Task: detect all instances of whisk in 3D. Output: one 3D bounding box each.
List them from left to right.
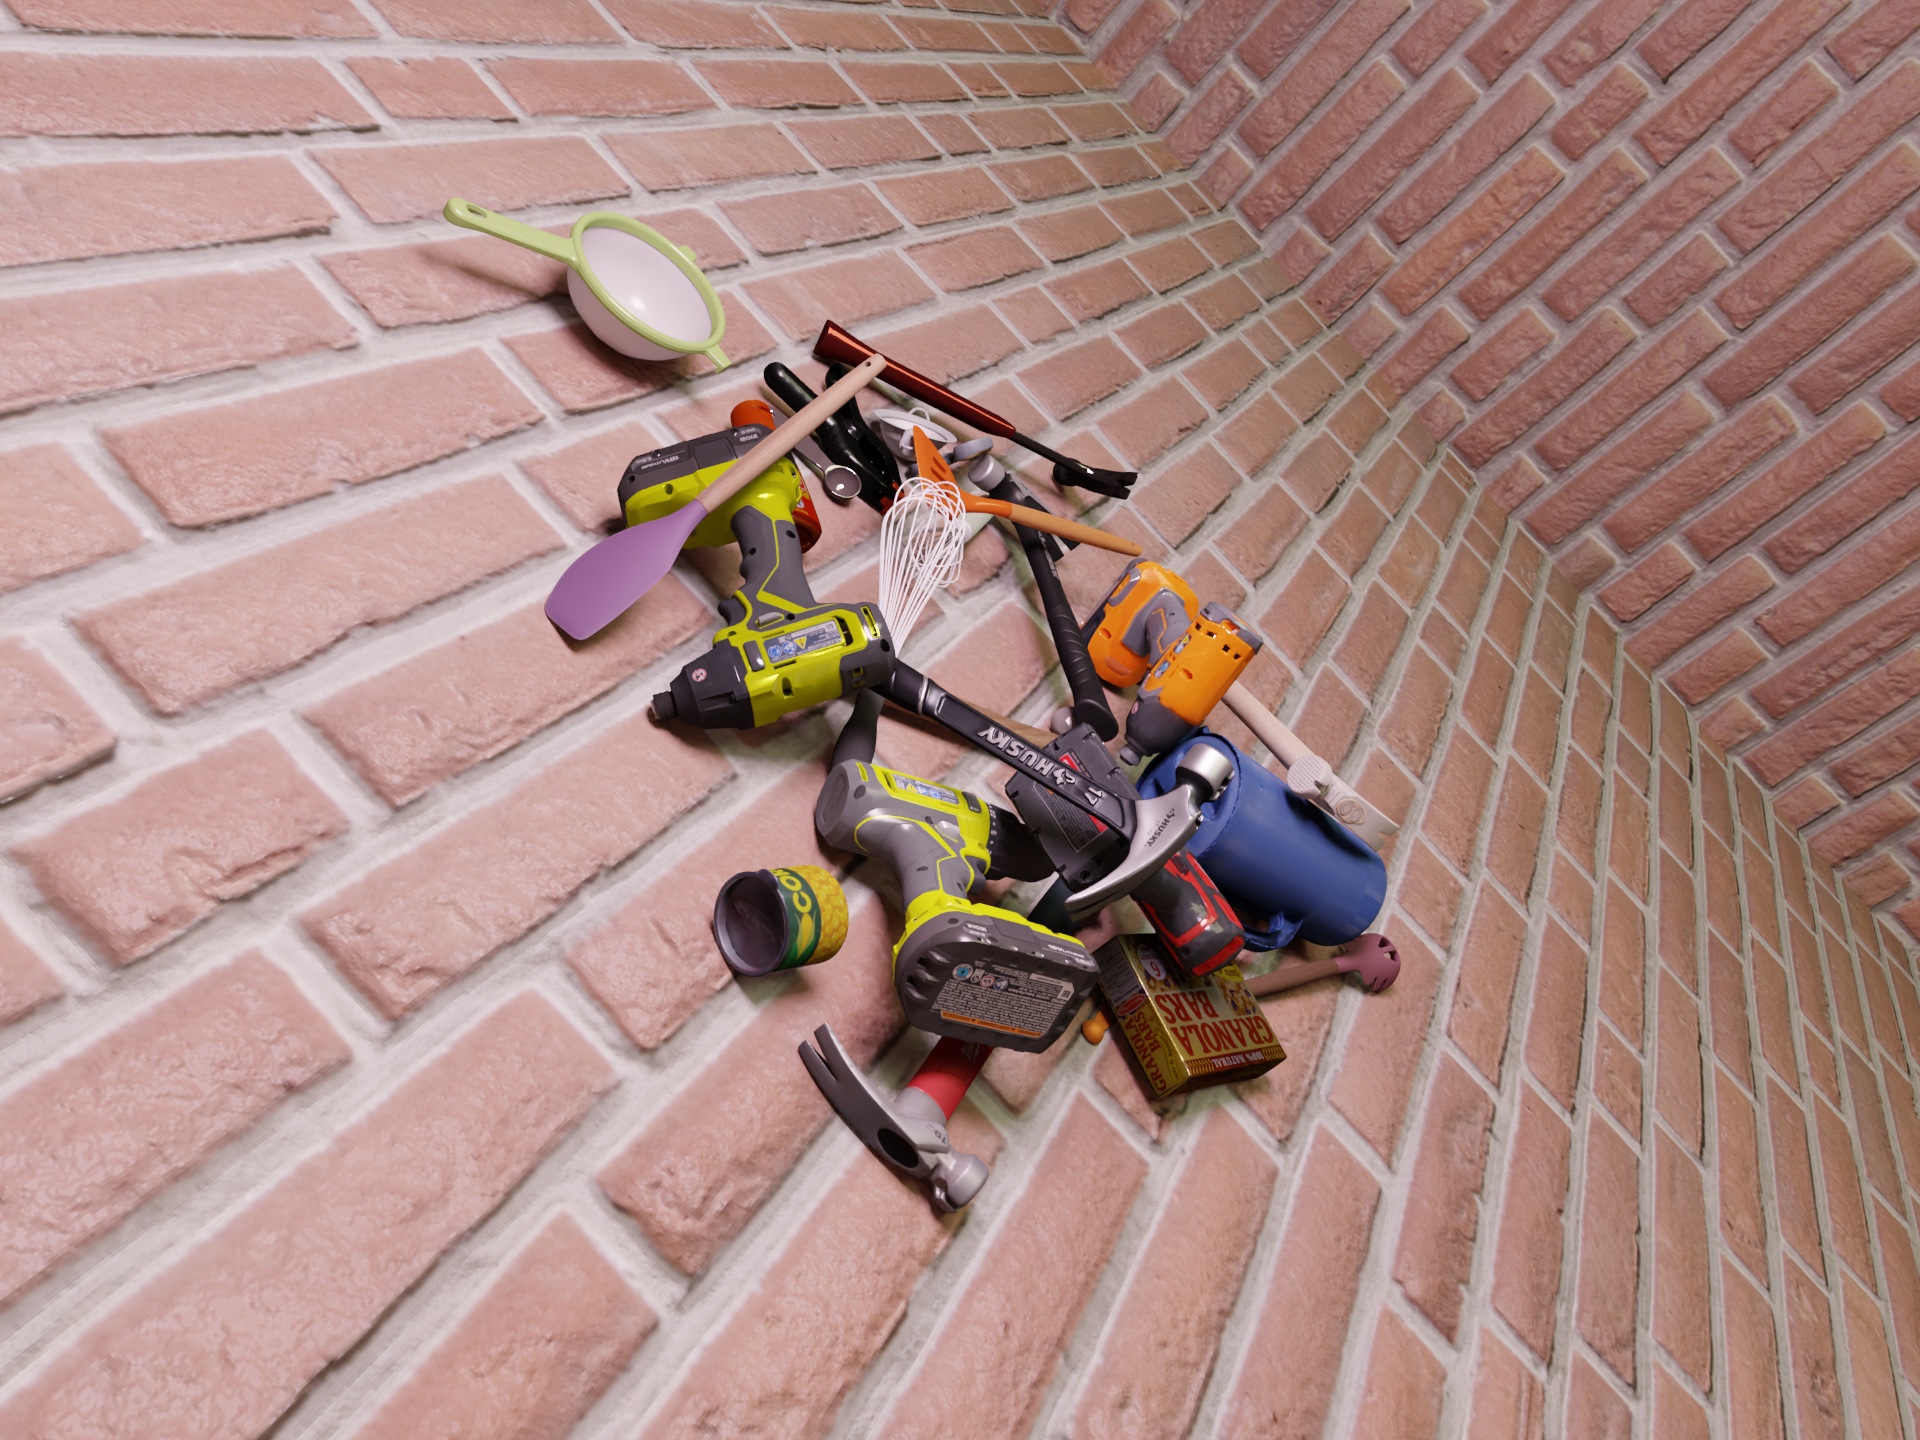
[{"bbox_3d":[-0.055,-0.069,1.239,0.070,0.070,0.285,29,62,-27],"label":"whisk"},{"bbox_3d":[-0.003,-0.176,1.511,0.058,0.059,0.246,48,26,-6],"label":"whisk"}]

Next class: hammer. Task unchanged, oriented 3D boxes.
[{"bbox_3d":[-0.014,-0.004,1.142,0.409,0.149,0.036,30,-21,28],"label":"hammer"},{"bbox_3d":[-0.002,-0.004,1.320,0.331,0.031,0.130,20,29,-33],"label":"hammer"},{"bbox_3d":[0.013,-0.318,1.646,0.358,0.037,0.149,22,3,-27],"label":"hammer"},{"bbox_3d":[0.021,0.183,1.147,0.143,0.038,0.386,45,31,0],"label":"hammer"},{"bbox_3d":[0.093,-0.108,1.505,0.146,0.035,0.335,36,28,-41],"label":"hammer"},{"bbox_3d":[0.272,-0.019,1.554,0.146,0.038,0.411,34,13,-38],"label":"hammer"}]

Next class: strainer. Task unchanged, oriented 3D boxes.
[{"bbox_3d":[-0.316,-0.360,1.313,0.256,0.069,0.152,11,49,-44],"label":"strainer"},{"bbox_3d":[-0.047,-0.265,1.502,0.087,0.050,0.258,18,13,-5],"label":"strainer"}]

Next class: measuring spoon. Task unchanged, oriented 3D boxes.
[{"bbox_3d":[-0.141,-0.243,1.451,0.124,0.018,0.034,44,55,6],"label":"measuring spoon"},{"bbox_3d":[0.125,0.223,1.251,0.021,0.011,0.117,51,31,6],"label":"measuring spoon"}]

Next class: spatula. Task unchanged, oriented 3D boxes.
[{"bbox_3d":[-0.169,-0.170,1.142,0.060,0.018,0.316,39,69,23],"label":"spatula"},{"bbox_3d":[0.067,-0.194,1.483,0.322,0.041,0.081,10,62,-42],"label":"spatula"}]

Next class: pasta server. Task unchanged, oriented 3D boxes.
[{"bbox_3d":[0.324,0.235,1.470,0.316,0.040,0.060,-2,56,-47],"label":"pasta server"}]

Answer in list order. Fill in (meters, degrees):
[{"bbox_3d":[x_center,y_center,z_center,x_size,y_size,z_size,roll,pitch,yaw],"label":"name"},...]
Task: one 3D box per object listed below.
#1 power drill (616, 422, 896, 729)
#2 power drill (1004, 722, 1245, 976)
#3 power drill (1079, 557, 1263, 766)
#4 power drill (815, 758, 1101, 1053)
[{"bbox_3d":[-0.163,-0.099,1.155,0.171,0.080,0.223,-18,60,-12],"label":"power drill"},{"bbox_3d":[0.123,0.088,1.221,0.226,0.080,0.188,42,12,-51],"label":"power drill"},{"bbox_3d":[0.180,-0.055,1.486,0.084,0.164,0.227,34,10,-21],"label":"power drill"},{"bbox_3d":[0.011,0.122,1.106,0.190,0.080,0.229,18,24,-26],"label":"power drill"}]
